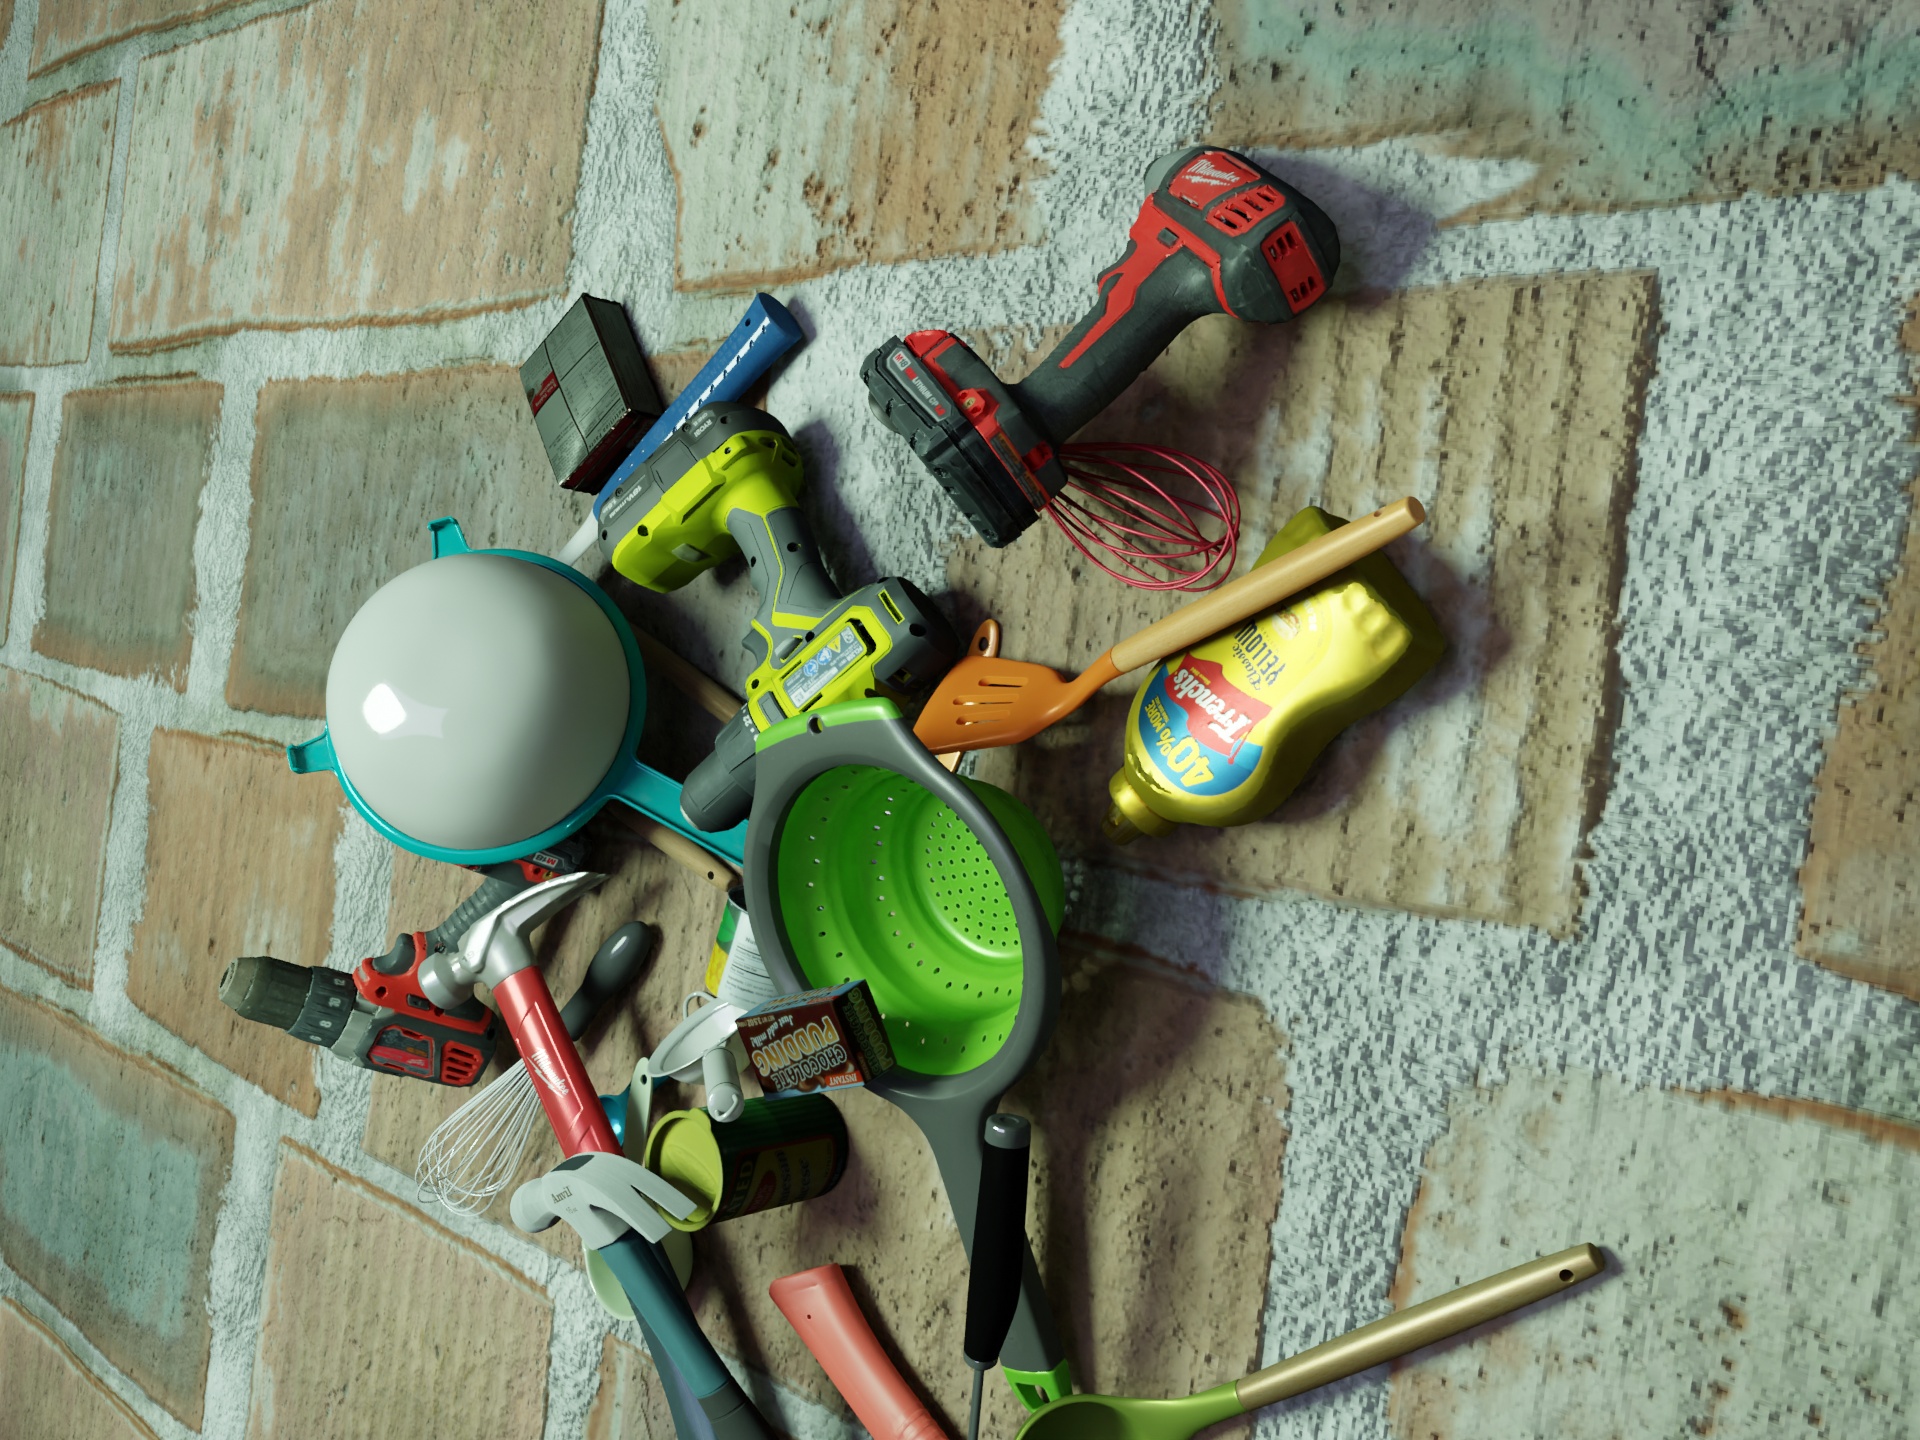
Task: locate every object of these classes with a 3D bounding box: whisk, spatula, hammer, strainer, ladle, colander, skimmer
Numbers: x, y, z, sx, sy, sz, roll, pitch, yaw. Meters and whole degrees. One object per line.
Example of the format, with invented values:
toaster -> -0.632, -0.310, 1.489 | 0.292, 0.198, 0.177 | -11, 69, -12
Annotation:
whisk -> 0.041, -0.139, 0.862 | 0.296, 0.073, 0.073 | 32, 107, 43
spatula -> -0.256, 0.036, 1.115 | 0.318, 0.044, 0.082 | 31, 105, 32
hammer -> -0.208, 0.285, 0.993 | 0.143, 0.038, 0.386 | -33, 73, 10
strainer -> -0.140, 0.199, 0.921 | 0.087, 0.258, 0.050 | -35, 96, -9
spatula -> -0.140, 0.002, 1.023 | 0.316, 0.018, 0.059 | 34, 109, 35
hammer -> -0.132, 0.387, 0.897 | 0.128, 0.033, 0.331 | -35, 88, 42
ladle -> 0.150, 0.311, 0.735 | 0.320, 0.062, 0.078 | -36, 88, 29
hammer -> -0.249, -0.128, 1.088 | 0.405, 0.035, 0.144 | -43, 50, 23
whisk -> -0.295, 0.243, 1.112 | 0.284, 0.070, 0.070 | -51, 57, 18
colander -> 0.012, 0.172, 0.851 | 0.204, 0.094, 0.397 | -14, 96, 41
skimmer -> -0.024, 0.370, 0.784 | 0.127, 0.090, 0.363 | -142, 57, -77
strainer -> -0.255, 0.009, 0.983 | 0.340, 0.095, 0.211 | 27, 80, 10
hammer -> 0.006, 0.442, 0.855 | 0.359, 0.036, 0.149 | 42, 112, 33
spatula -> 0.088, -0.044, 0.771 | 0.322, 0.041, 0.081 | -28, 25, 49

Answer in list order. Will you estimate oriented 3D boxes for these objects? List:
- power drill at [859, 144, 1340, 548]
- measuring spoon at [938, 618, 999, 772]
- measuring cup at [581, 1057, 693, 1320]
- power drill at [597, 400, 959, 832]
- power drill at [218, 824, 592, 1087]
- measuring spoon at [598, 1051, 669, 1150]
power drill -> 0.066, -0.200, 0.793 | 0.219, 0.078, 0.143 | -37, 42, 6
measuring spoon -> -0.001, -0.003, 0.912 | 0.021, 0.011, 0.117 | 26, 103, 38
measuring cup -> -0.203, 0.303, 1.039 | 0.083, 0.038, 0.167 | 3, 87, 40
power drill -> -0.128, -0.062, 0.960 | 0.190, 0.080, 0.229 | -40, 62, 13
power drill -> -0.376, 0.138, 1.091 | 0.226, 0.187, 0.080 | -60, 30, 9
measuring spoon -> -0.206, 0.244, 1.063 | 0.128, 0.021, 0.042 | -47, 59, 16
